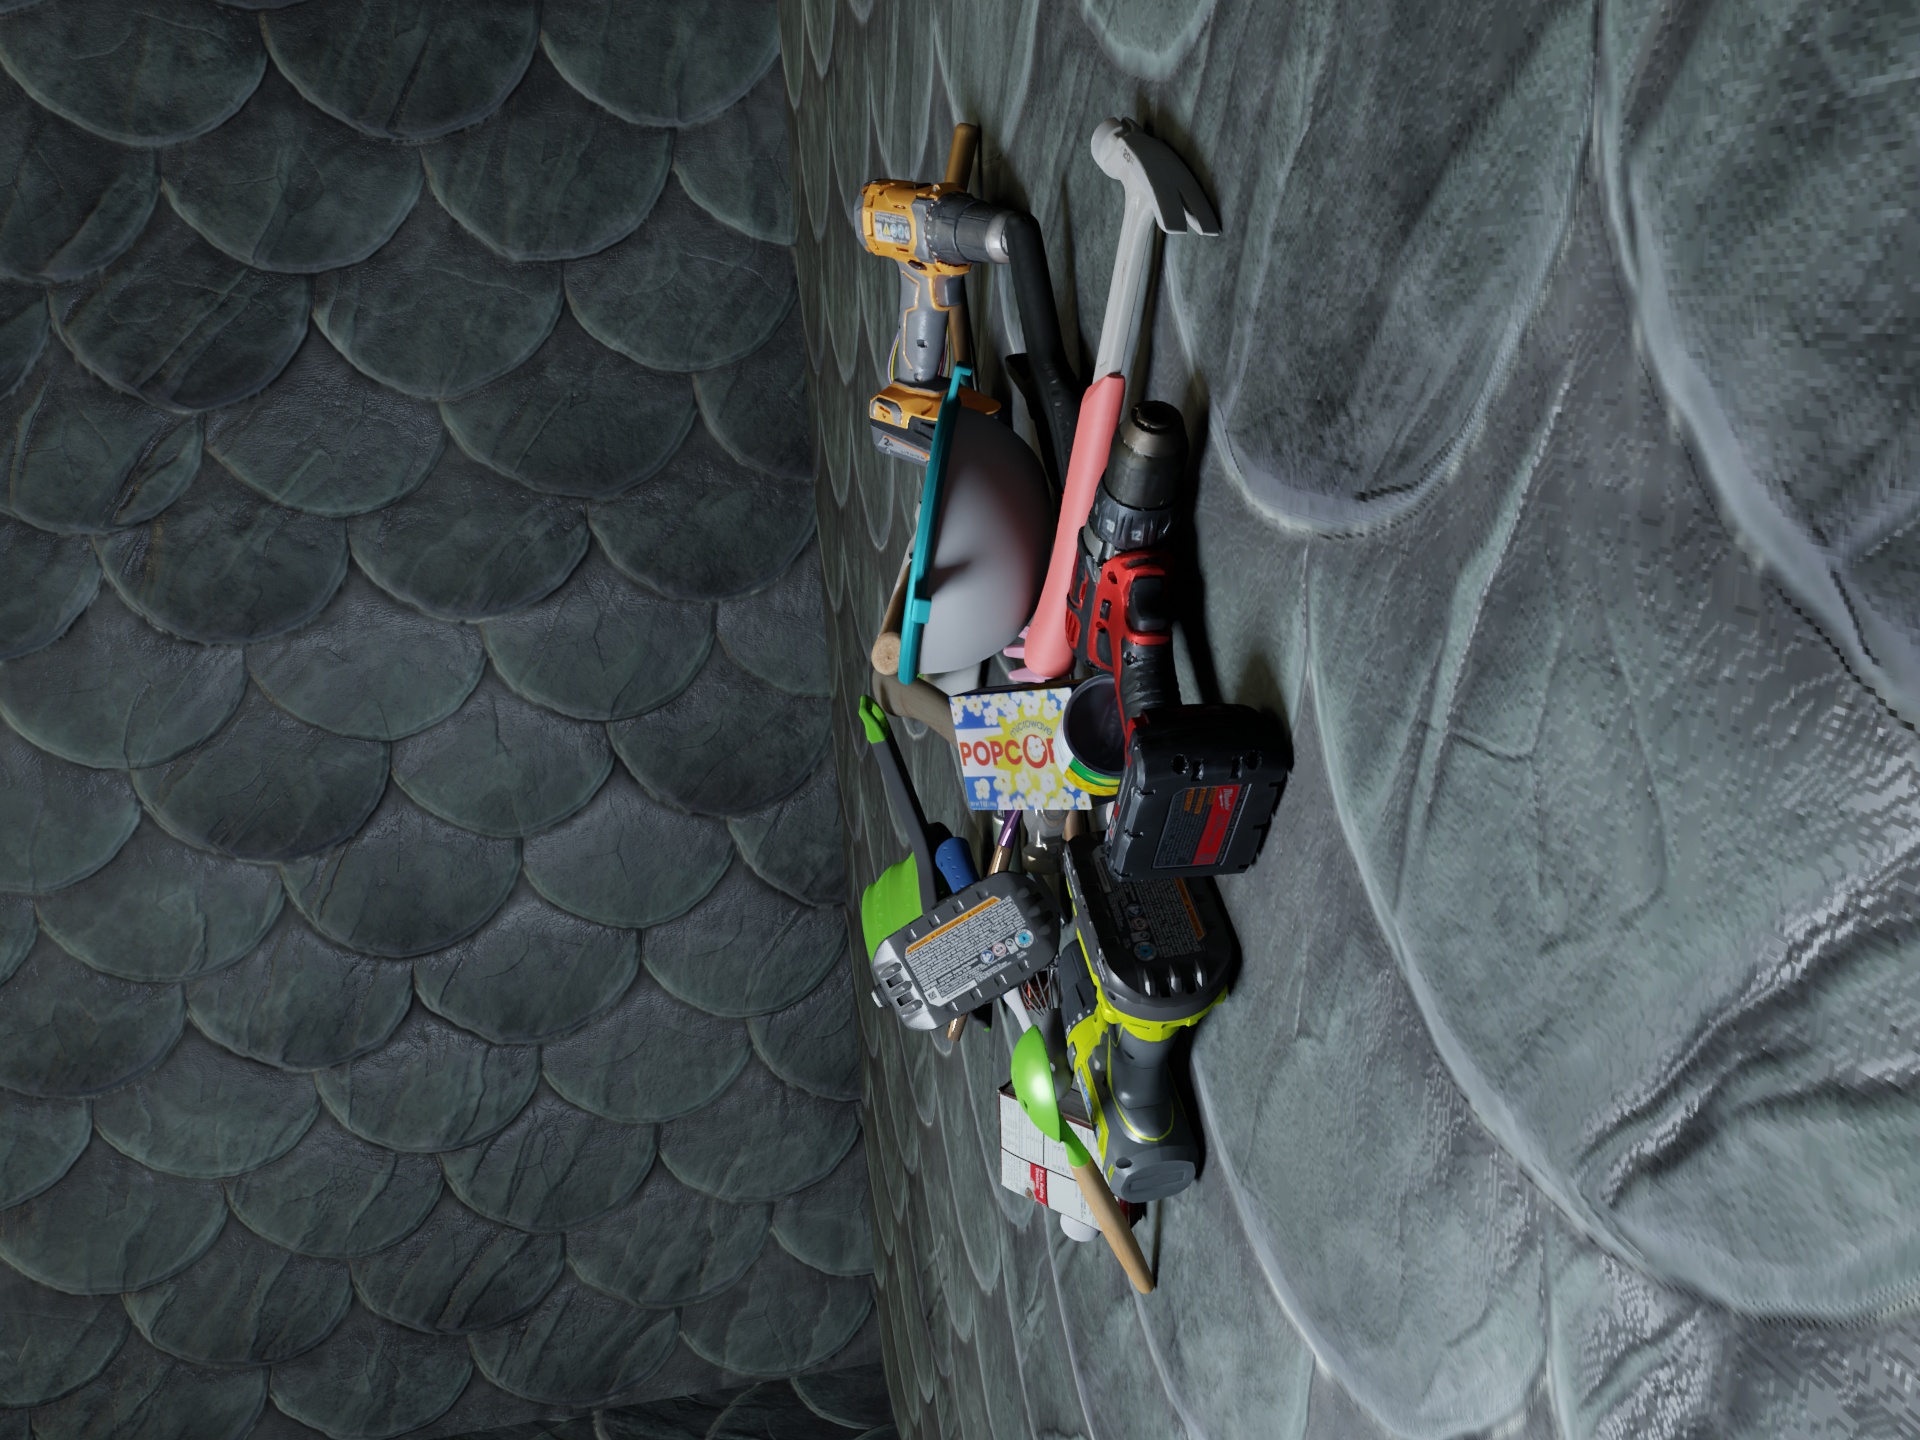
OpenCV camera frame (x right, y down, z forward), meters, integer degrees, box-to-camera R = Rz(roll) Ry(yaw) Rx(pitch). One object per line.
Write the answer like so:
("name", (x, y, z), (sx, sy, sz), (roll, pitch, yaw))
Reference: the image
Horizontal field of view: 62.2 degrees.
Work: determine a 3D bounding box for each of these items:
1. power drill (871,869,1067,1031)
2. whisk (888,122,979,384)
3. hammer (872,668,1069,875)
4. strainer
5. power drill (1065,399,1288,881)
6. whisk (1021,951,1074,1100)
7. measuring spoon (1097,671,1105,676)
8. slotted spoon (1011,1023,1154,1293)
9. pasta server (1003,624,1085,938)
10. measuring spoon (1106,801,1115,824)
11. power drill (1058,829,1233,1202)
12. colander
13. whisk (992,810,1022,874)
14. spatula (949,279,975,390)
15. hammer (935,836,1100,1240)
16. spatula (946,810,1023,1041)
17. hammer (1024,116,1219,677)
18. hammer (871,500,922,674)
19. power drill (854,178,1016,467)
("power drill", (0.002, 0.180, 1.238), (0.080, 0.171, 0.223), (60, 178, 7))
("whisk", (-0.016, -0.398, 1.404), (0.047, 0.051, 0.245), (26, 116, 28))
("hammer", (-0.002, -0.004, 1.335), (0.411, 0.038, 0.146), (-145, 49, -65))
("strainer", (0.015, -0.103, 1.199), (0.340, 0.095, 0.211), (96, -177, -72))
("power drill", (0.111, -0.045, 0.881), (0.187, 0.080, 0.227), (97, 167, -50))
("whisk", (0.069, 0.226, 1.189), (0.239, 0.055, 0.055), (-73, -20, -77))
("measuring spoon", (0.110, -0.021, 1.075), (0.042, 0.021, 0.129), (125, 129, -64))
("slotted spoon", (0.087, 0.309, 1.067), (0.070, 0.031, 0.313), (-108, -5, -49))
("pasta server", (0.080, 0.080, 1.228), (0.060, 0.040, 0.316), (158, 105, -72))
("measuring spoon", (0.110, 0.104, 1.121), (0.034, 0.018, 0.124), (-112, 18, -57))
("power drill", (0.106, 0.172, 1.022), (0.228, 0.080, 0.191), (90, 168, -45))
("colander", (-0.065, 0.147, 1.572), (0.205, 0.094, 0.396), (-89, -18, -56))
("whisk", (0.041, 0.078, 1.433), (0.058, 0.059, 0.246), (42, 146, 49))
("spatula", (-0.009, -0.347, 1.474), (0.082, 0.044, 0.318), (134, 131, -74))
("hammer", (0.050, 0.239, 1.372), (0.406, 0.035, 0.144), (-116, 26, -50))
("spatula", (0.032, 0.130, 1.365), (0.060, 0.018, 0.316), (-127, 50, -72))
("hammer", (0.086, -0.170, 0.978), (0.149, 0.036, 0.358), (-107, 20, -48))
("hammer", (-0.050, -0.100, 1.397), (0.331, 0.031, 0.130), (-83, 10, -72))
("power drill", (-0.009, -0.325, 1.310), (0.185, 0.084, 0.226), (27, 129, 46))
